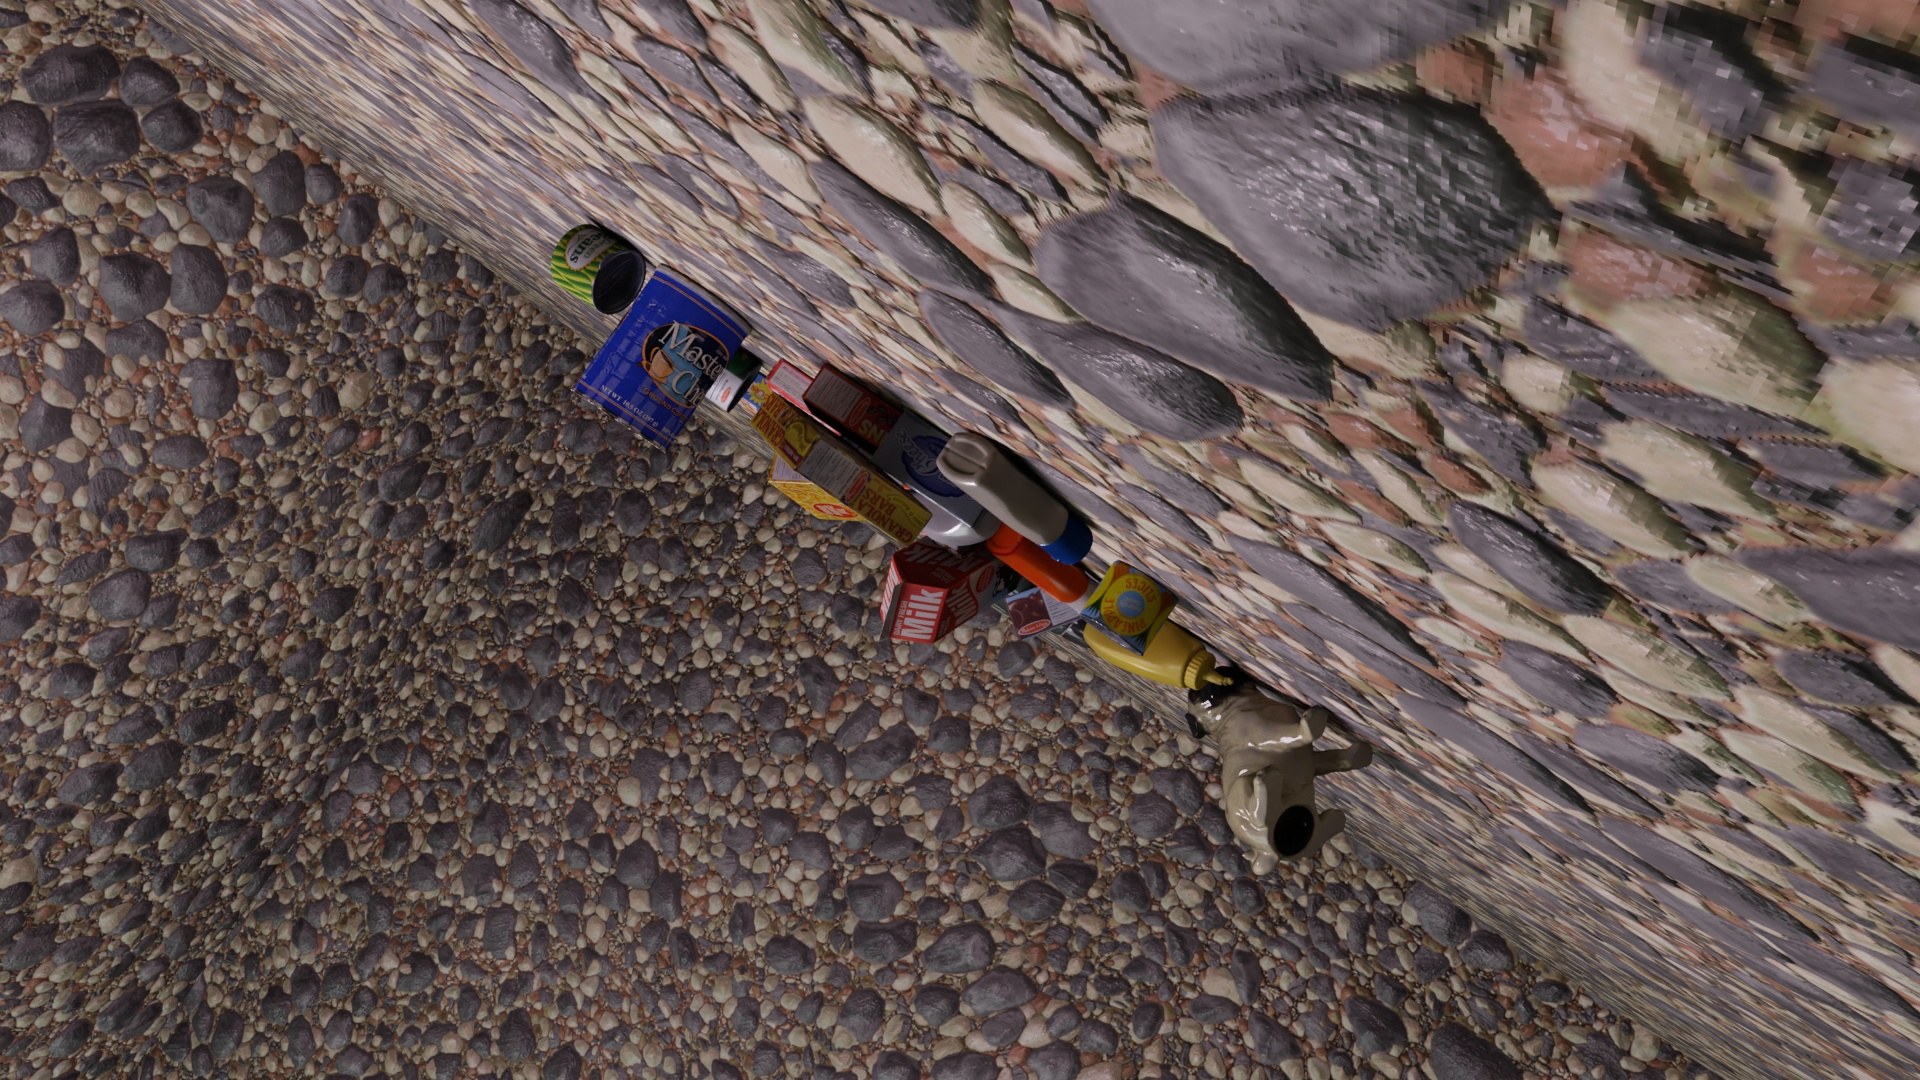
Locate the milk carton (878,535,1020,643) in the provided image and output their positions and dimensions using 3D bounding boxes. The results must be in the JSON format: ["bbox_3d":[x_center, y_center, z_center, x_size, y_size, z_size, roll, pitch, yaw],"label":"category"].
[{"bbox_3d":[-0.016,0.040,1.409,0.073,0.072,0.191,31,-144,23],"label":"milk carton"}]

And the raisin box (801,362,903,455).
[{"bbox_3d":[-0.075,-0.099,1.215,0.123,0.040,0.086,33,175,2],"label":"raisin box"}]

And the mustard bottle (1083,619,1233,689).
[{"bbox_3d":[0.199,0.111,1.370,0.160,0.065,0.048,27,168,33],"label":"mustard bottle"}]

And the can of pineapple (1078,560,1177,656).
[{"bbox_3d":[0.145,0.058,1.197,0.071,0.058,0.071,33,176,3],"label":"can of pineapple"}]

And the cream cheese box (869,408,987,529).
[{"bbox_3d":[-0.017,-0.058,1.137,0.104,0.053,0.024,34,180,8],"label":"cream cheese box"}]

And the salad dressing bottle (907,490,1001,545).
[{"bbox_3d":[-0.027,-0.029,1.322,0.147,0.064,0.044,6,156,45],"label":"salad dressing bottle"}]

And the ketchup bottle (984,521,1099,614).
[{"bbox_3d":[0.091,0.030,1.397,0.148,0.043,0.065,36,176,-34],"label":"ketchup bottle"}]

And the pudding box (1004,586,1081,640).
[{"bbox_3d":[0.094,0.070,1.475,0.030,0.083,0.050,30,-141,-78],"label":"pudding box"}]

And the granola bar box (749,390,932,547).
[{"bbox_3d":[-0.105,-0.064,1.188,0.124,0.039,0.166,35,-177,-28],"label":"granola bar box"}]

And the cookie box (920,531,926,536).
[{"bbox_3d":[-0.067,-0.039,1.652,0.167,0.040,0.123,26,-179,19],"label":"cookie box"}]

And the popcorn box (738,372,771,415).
[{"bbox_3d":[-0.244,-0.175,1.667,0.085,0.038,0.126,33,176,-1],"label":"popcorn box"}]

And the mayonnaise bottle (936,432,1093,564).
[{"bbox_3d":[0.047,-0.029,1.070,0.148,0.041,0.065,36,177,-41],"label":"mayonnaise bottle"}]

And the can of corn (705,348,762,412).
[{"bbox_3d":[-0.256,-0.182,1.502,0.058,0.071,0.071,35,176,-3],"label":"can of corn"}]

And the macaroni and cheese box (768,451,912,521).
[{"bbox_3d":[-0.101,-0.054,1.478,0.166,0.040,0.123,4,164,23],"label":"macaroni and cheese box"}]

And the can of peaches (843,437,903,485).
[{"bbox_3d":[-0.080,-0.080,1.323,0.058,0.071,0.071,35,176,-19],"label":"can of peaches"}]

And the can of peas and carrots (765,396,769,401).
[{"bbox_3d":[-0.173,-0.127,1.472,0.071,0.071,0.058,33,175,17],"label":"can of peas and carrots"}]

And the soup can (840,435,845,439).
[{"bbox_3d":[-0.167,-0.115,1.554,0.084,0.071,0.071,29,173,45],"label":"soup can"}]

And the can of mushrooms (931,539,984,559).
[{"bbox_3d":[0.005,-0.017,1.375,0.033,0.071,0.071,31,175,23],"label":"can of mushrooms"}]

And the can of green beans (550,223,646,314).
[{"bbox_3d":[-0.335,-0.252,1.286,0.058,0.071,0.071,33,176,20],"label":"can of green beans"}]
